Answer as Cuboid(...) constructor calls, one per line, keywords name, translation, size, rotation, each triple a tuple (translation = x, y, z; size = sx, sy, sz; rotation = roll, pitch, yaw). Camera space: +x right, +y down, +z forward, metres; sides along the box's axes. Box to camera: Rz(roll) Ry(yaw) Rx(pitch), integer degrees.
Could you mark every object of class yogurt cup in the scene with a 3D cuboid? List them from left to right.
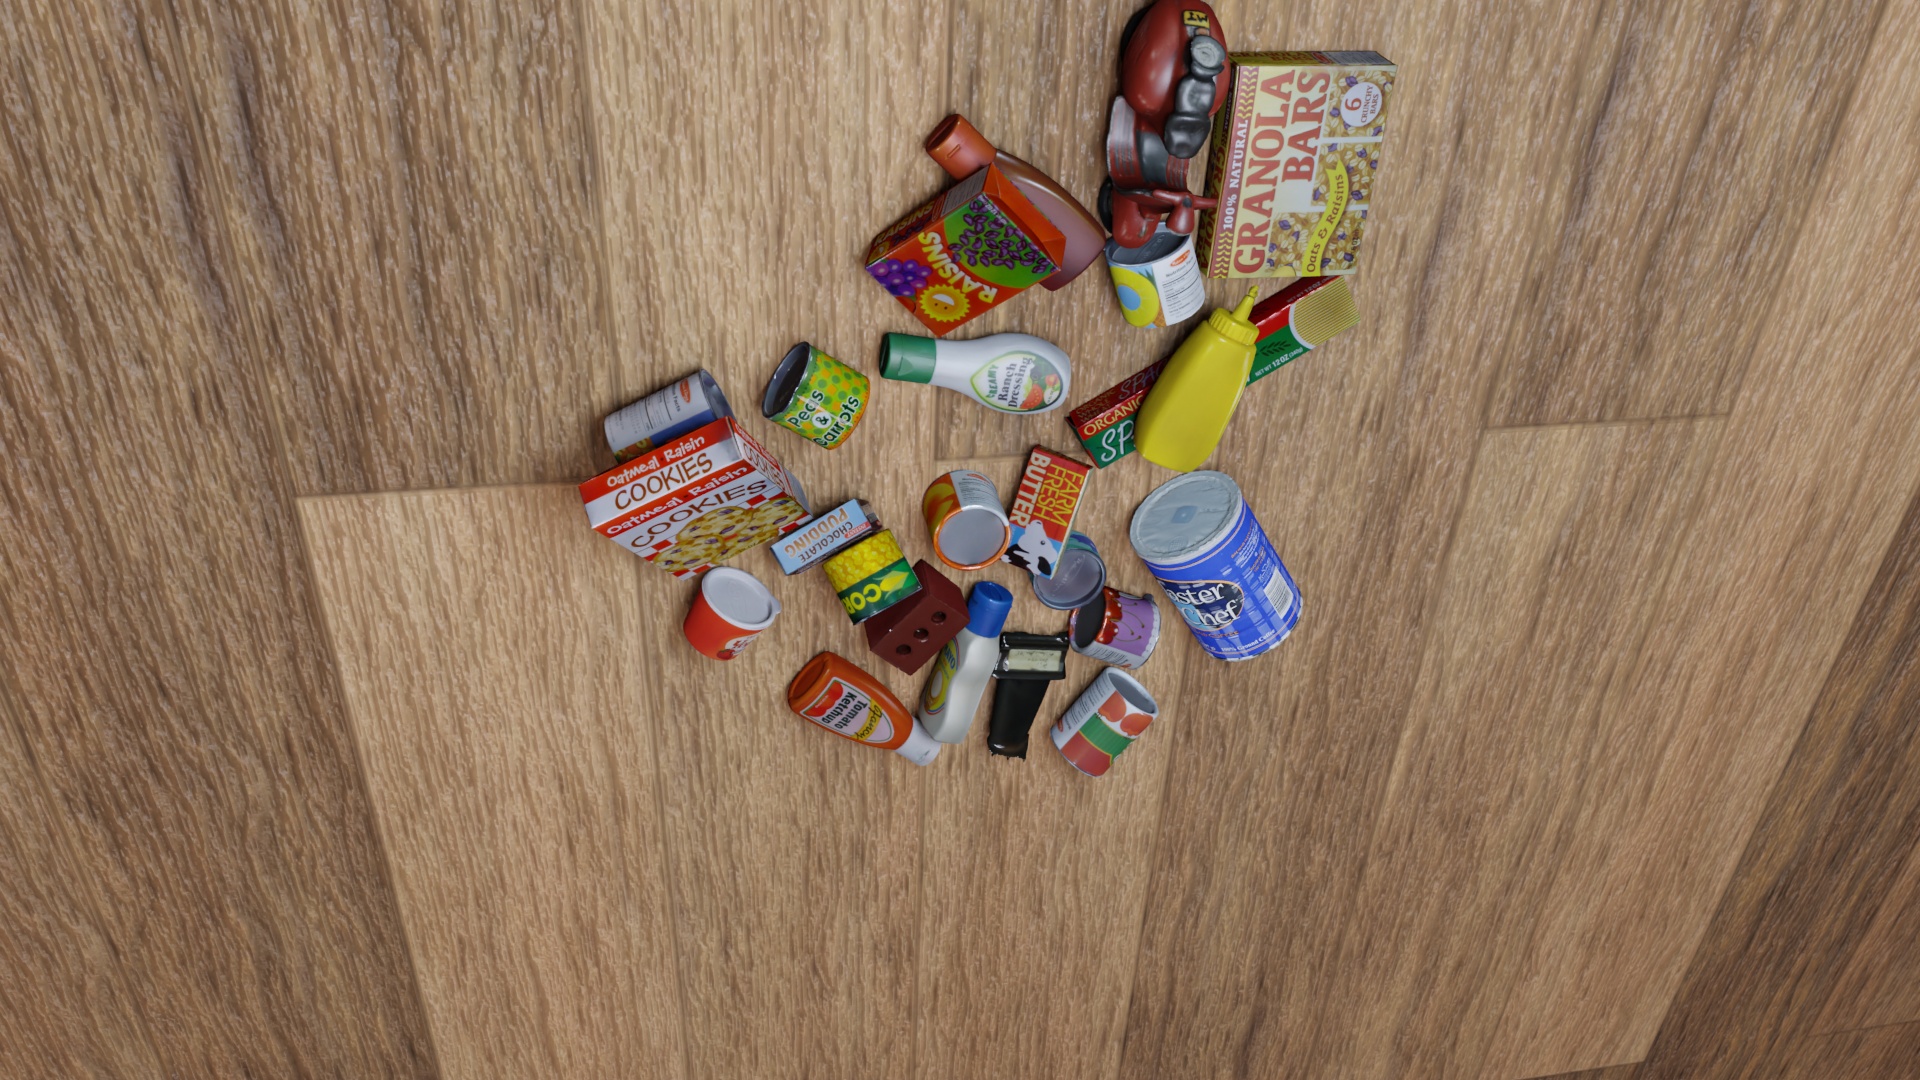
Cuboid(name="yogurt cup", translation=(-0.196, 0.064, 1.165), size=(0.072, 0.073, 0.053), rotation=(23, 123, -25))

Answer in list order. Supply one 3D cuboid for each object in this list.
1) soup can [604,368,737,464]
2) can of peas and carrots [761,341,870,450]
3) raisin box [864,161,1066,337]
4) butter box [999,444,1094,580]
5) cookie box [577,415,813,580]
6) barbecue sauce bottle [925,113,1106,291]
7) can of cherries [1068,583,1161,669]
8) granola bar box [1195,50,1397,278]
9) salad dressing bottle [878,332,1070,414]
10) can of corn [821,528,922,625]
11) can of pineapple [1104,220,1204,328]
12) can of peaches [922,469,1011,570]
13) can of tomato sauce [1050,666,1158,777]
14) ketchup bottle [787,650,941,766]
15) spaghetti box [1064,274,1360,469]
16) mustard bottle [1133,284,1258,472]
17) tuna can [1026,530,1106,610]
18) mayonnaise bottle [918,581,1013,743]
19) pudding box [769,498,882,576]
Cuboid(name="soup can", translation=(-0.218, -0.082, 1.063), size=(0.084, 0.071, 0.071), rotation=(-25, 124, 5))
Cuboid(name="can of peas and carrots", translation=(-0.110, -0.109, 1.066), size=(0.058, 0.071, 0.070), rotation=(28, 113, -27))
Cuboid(name="raisin box", translation=(0.003, -0.209, 1.016), size=(0.123, 0.040, 0.086), rotation=(-23, 131, 38))
Cuboid(name="butter box", translation=(0.071, -0.024, 1.168), size=(0.053, 0.024, 0.103), rotation=(21, 107, 10))
Cuboid(name="cookie box", translation=(-0.198, -0.029, 1.064), size=(0.123, 0.040, 0.167), rotation=(-25, 162, 5))
Cuboid(name="barbecue sauce bottle", translation=(0.038, -0.251, 1.024), size=(0.064, 0.044, 0.148), rotation=(-40, 122, 22))
Cuboid(name="can of cherries", translation=(0.138, 0.074, 1.248), size=(0.058, 0.072, 0.071), rotation=(18, 117, -22))
Cuboid(name="granola bar box", translation=(0.251, -0.283, 1.055), size=(0.124, 0.039, 0.164), rotation=(-4, 123, -10))
Cuboid(name="salad dressing bottle", translation=(0.011, -0.136, 1.093), size=(0.148, 0.044, 0.064), rotation=(6, 122, -16))
Cuboid(name="can of corn", translation=(-0.075, 0.031, 1.155), size=(0.071, 0.071, 0.058), rotation=(-29, 90, 7))
Cuboid(name="can of pineapple", translation=(0.149, -0.205, 1.068), size=(0.071, 0.071, 0.057), rotation=(-21, 125, 1))
Cuboid(name="can of peaches", translation=(0.004, -0.015, 1.162), size=(0.071, 0.058, 0.071), rotation=(-6, 123, -9))
Cuboid(name="can of tomato sauce", translation=(0.137, 0.171, 1.307), size=(0.071, 0.071, 0.083), rotation=(29, 112, -27))
Cuboid(name="ketchup bottle", translation=(-0.082, 0.158, 1.264), size=(0.148, 0.044, 0.064), rotation=(34, 110, -30))
Cuboid(name="spaghetti box", translation=(0.207, -0.141, 1.143), size=(0.250, 0.029, 0.050), rotation=(-30, 123, 7))
Cuboid(name="mustard bottle", translation=(0.196, -0.132, 1.098), size=(0.065, 0.049, 0.159), rotation=(18, 115, -20))
Cuboid(name="tuna can", translation=(0.090, 0.025, 1.222), size=(0.071, 0.033, 0.070), rotation=(-6, 124, -9))
Cuboid(name="mayonnaise bottle", translation=(0.005, 0.107, 1.241), size=(0.041, 0.065, 0.147), rotation=(10, 116, -24))
Cuboid(name="pudding box", translation=(-0.111, -0.003, 1.146), size=(0.083, 0.049, 0.030), rotation=(-29, 87, 6))
